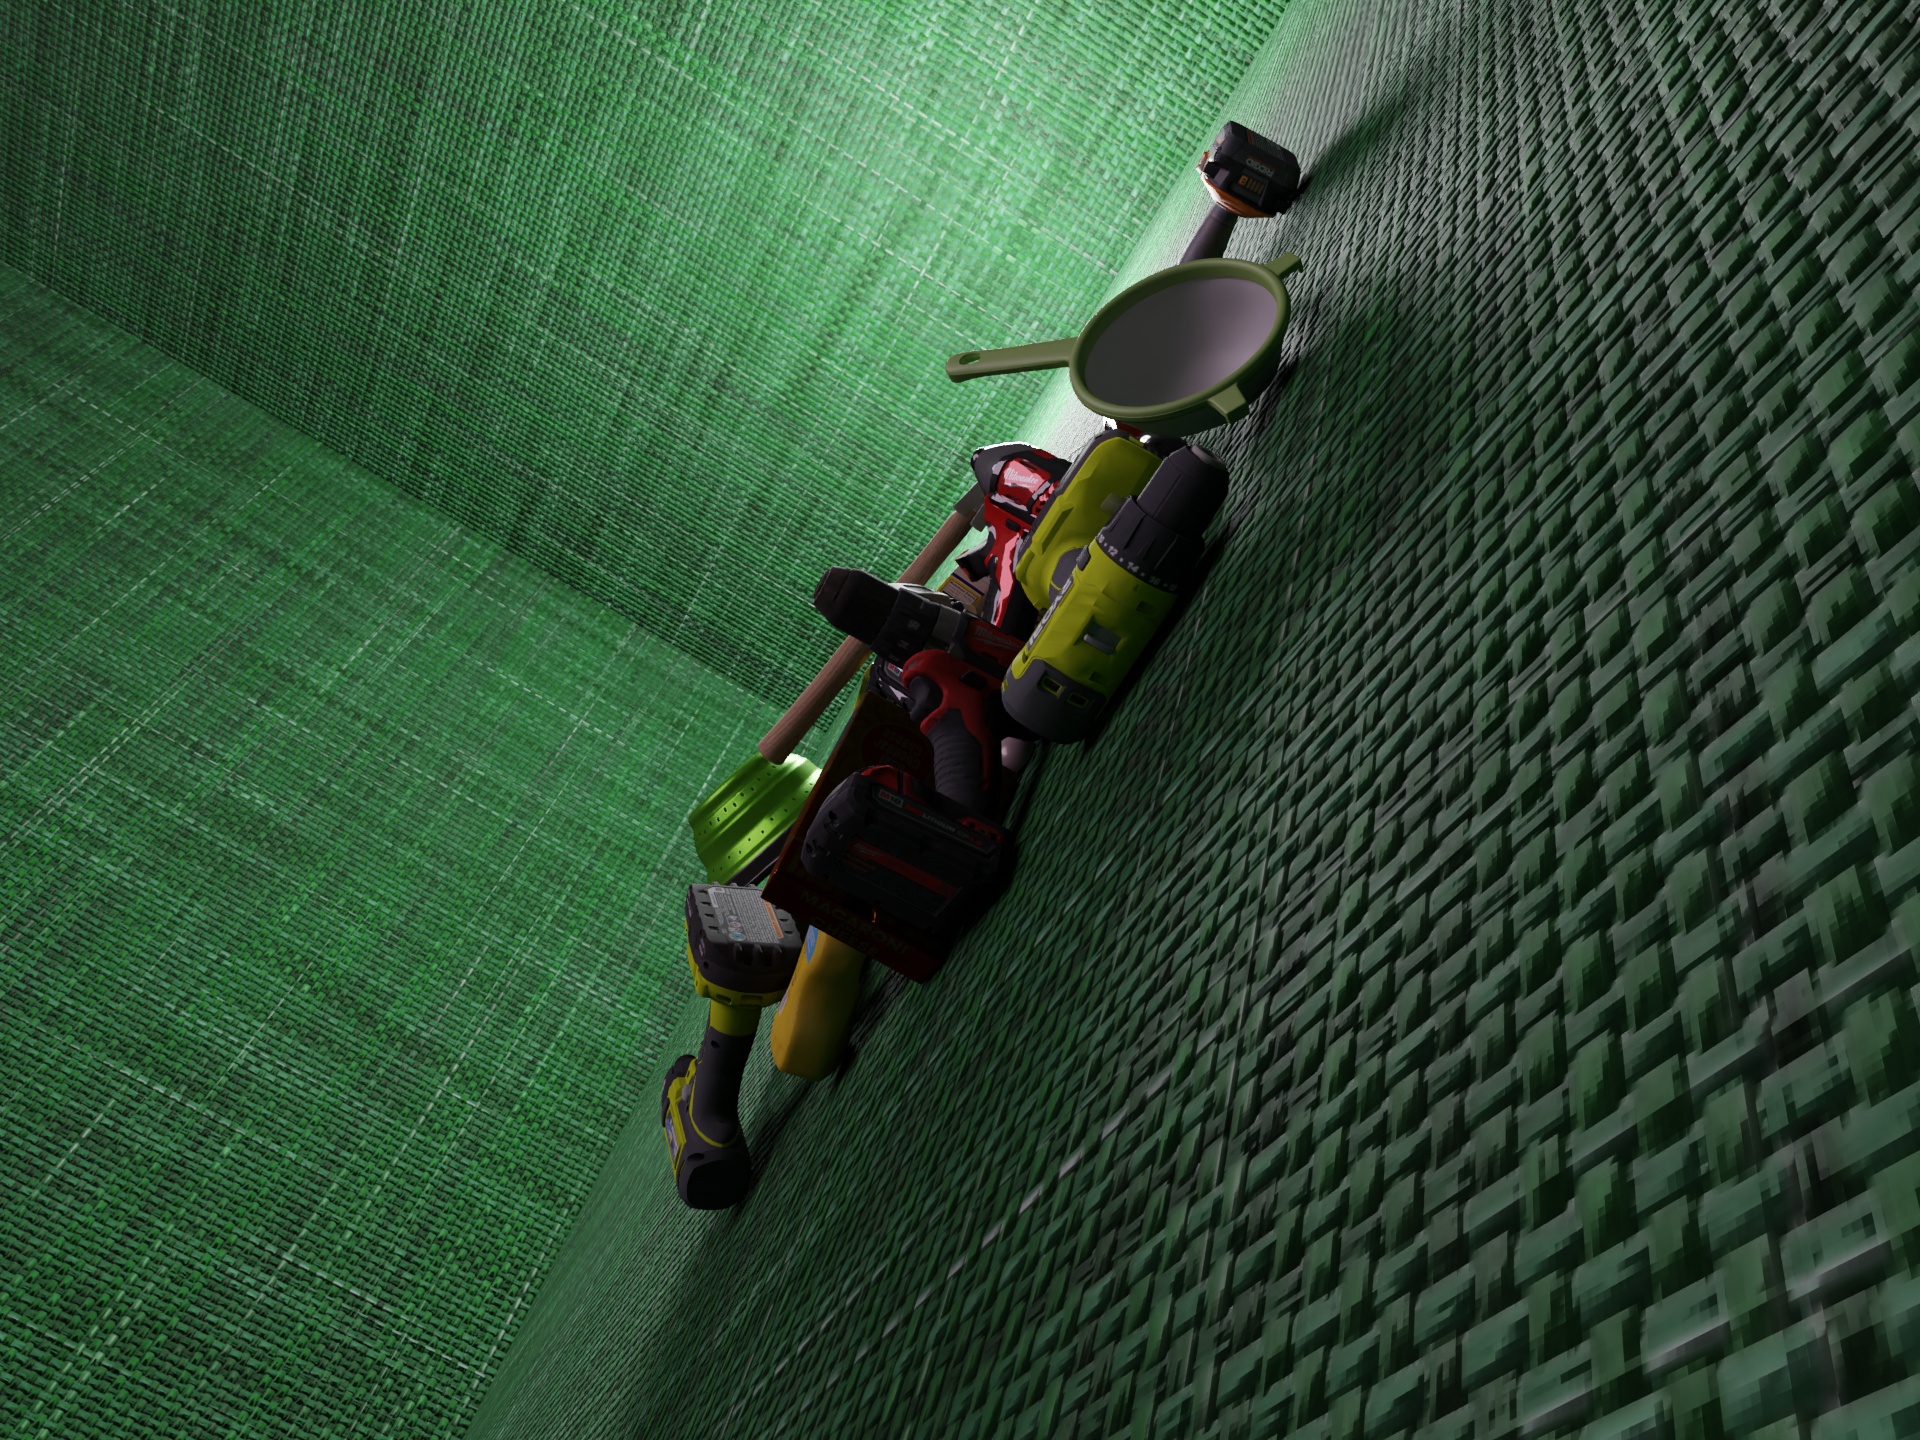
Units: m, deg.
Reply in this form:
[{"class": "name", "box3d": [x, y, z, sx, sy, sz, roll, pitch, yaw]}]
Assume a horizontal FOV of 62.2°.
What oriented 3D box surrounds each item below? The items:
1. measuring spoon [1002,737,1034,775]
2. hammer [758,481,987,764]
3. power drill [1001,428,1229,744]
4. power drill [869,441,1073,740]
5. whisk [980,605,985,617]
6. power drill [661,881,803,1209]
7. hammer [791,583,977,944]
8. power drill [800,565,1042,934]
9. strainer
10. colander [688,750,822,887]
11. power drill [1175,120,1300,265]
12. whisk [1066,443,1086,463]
[{"class": "measuring spoon", "box3d": [0.003, 0.037, 1.155, 0.124, 0.018, 0.034, -25, 31, 40]}, {"class": "hammer", "box3d": [-0.062, -0.093, 1.367, 0.331, 0.031, 0.130, -50, 6, 7]}, {"class": "power drill", "box3d": [0.098, -0.107, 1.009, 0.190, 0.080, 0.229, -58, 10, 21]}, {"class": "power drill", "box3d": [0.024, -0.102, 1.208, 0.143, 0.078, 0.219, 36, 107, 42]}, {"class": "whisk", "box3d": [-0.003, -0.005, 1.307, 0.051, 0.047, 0.245, -156, 86, -79]}, {"class": "power drill", "box3d": [-0.194, 0.250, 1.272, 0.171, 0.080, 0.223, -129, 50, -62]}, {"class": "hammer", "box3d": [-0.091, 0.048, 1.294, 0.146, 0.035, 0.335, 11, -79, -54]}, {"class": "power drill", "box3d": [-0.032, 0.006, 1.037, 0.080, 0.188, 0.227, -52, 14, 46]}, {"class": "strainer", "box3d": [0.109, -0.234, 1.084, 0.256, 0.069, 0.152, 2, 54, 34]}, {"class": "colander", "box3d": [-0.147, 0.047, 1.582, 0.397, 0.094, 0.204, -44, 3, -38]}, {"class": "power drill", "box3d": [0.218, -0.413, 1.440, 0.226, 0.084, 0.164, -61, 6, 28]}, {"class": "whisk", "box3d": [0.082, -0.152, 1.488, 0.246, 0.058, 0.059, -63, -28, 3]}]
